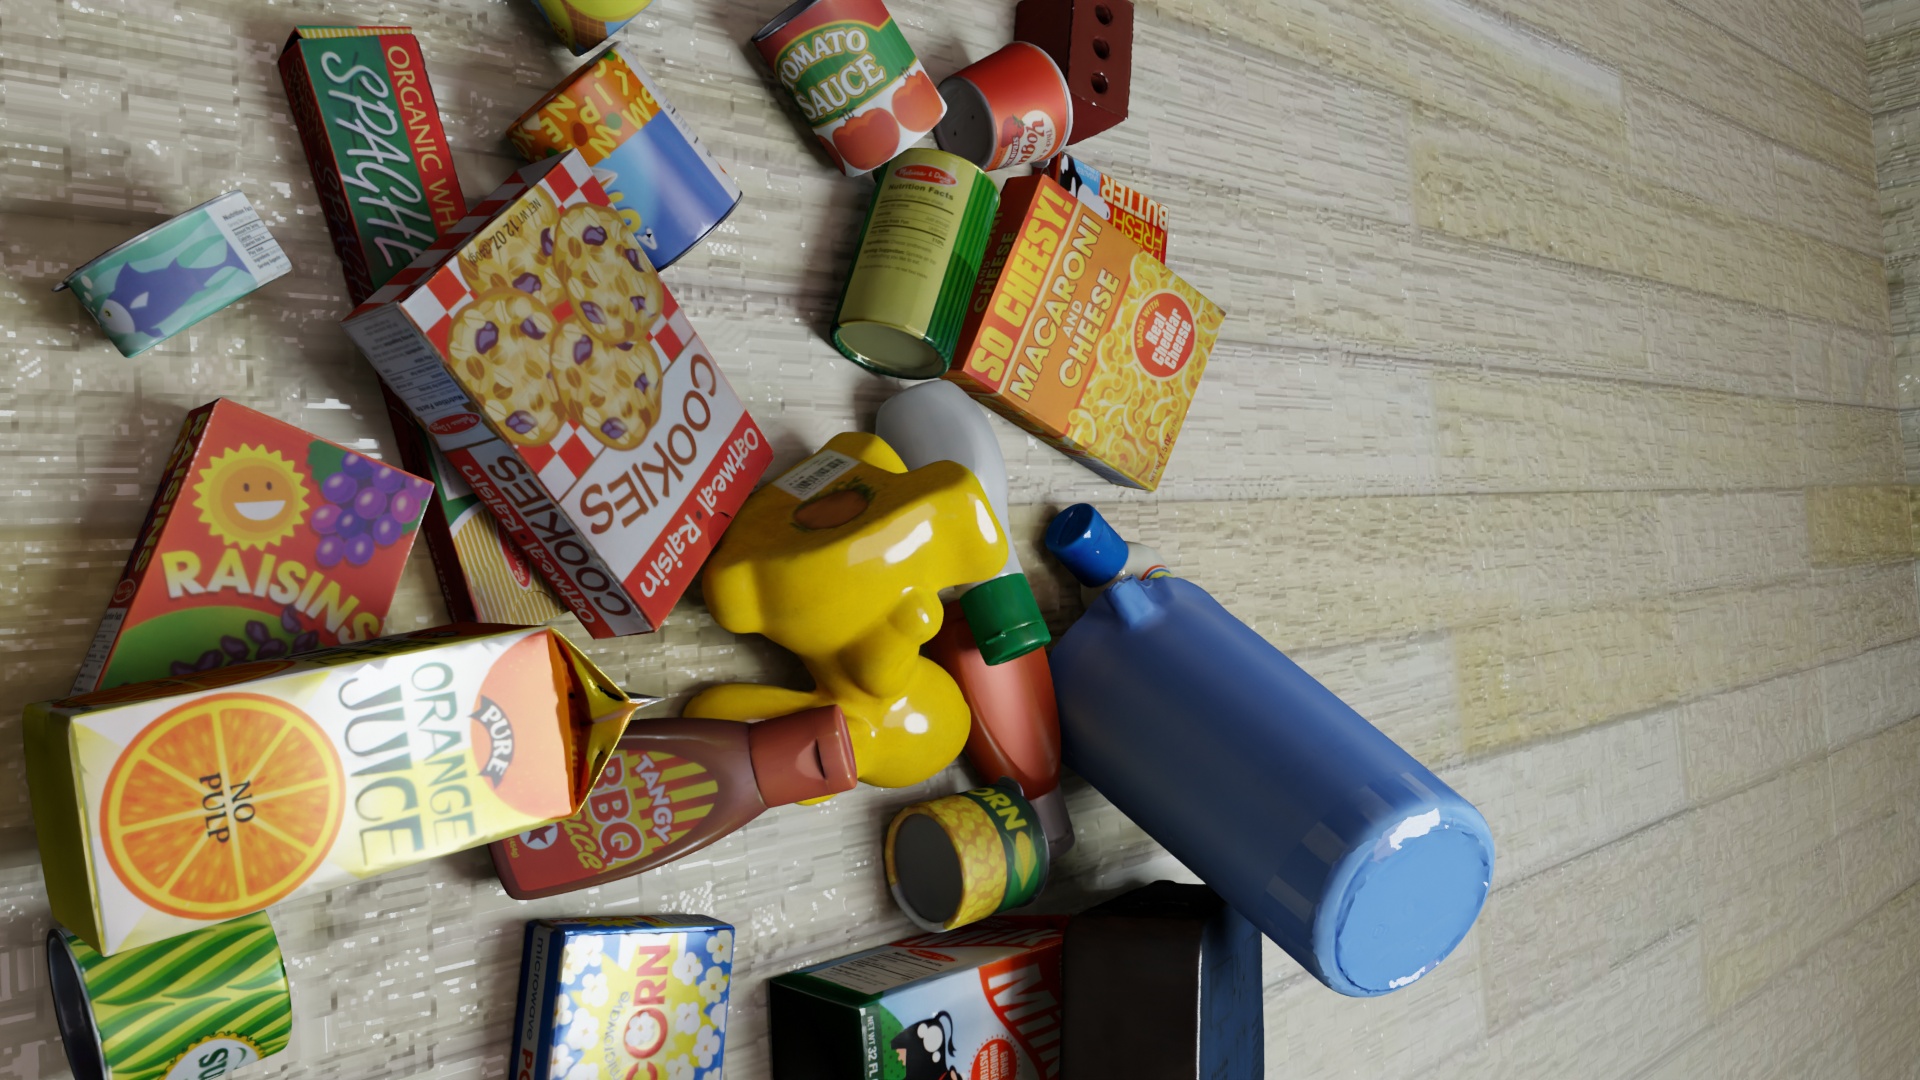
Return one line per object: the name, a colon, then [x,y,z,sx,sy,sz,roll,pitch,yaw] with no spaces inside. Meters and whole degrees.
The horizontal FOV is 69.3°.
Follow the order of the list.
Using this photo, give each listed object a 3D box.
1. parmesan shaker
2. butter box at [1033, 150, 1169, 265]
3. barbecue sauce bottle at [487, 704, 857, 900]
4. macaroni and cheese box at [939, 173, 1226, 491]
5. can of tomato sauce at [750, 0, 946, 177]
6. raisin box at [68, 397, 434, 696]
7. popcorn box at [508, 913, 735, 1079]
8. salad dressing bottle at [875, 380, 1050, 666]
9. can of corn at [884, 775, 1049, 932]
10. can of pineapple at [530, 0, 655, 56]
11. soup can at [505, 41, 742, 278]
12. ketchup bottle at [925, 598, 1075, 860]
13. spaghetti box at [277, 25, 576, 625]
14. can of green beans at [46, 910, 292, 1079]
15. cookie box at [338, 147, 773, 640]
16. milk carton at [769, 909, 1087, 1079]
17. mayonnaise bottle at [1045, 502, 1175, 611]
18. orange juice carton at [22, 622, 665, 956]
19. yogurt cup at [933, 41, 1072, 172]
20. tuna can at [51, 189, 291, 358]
parmesan shaker: [-0.026,-0.144,0.728,0.071,0.071,0.103,29,68,-37]
butter box: [0.087,-0.196,0.861,0.103,0.024,0.053,15,77,-40]
barbecue sauce bottle: [-0.119,0.102,0.576,0.149,0.044,0.065,-13,93,-1]
macaroni and cheese box: [0.071,-0.117,0.813,0.166,0.040,0.124,28,81,-36]
can of tomato sauce: [-0.056,-0.237,0.706,0.083,0.071,0.071,54,54,-25]
raisin box: [-0.260,0.020,0.516,0.086,0.040,0.123,26,70,-37]
popcorn box: [-0.147,0.228,0.598,0.085,0.038,0.127,12,77,-42]
salad dressing bottle: [0.003,-0.009,0.719,0.044,0.064,0.148,2,64,-59]
can of corn: [0.003,0.161,0.720,0.058,0.071,0.071,-5,89,-42]
can of pineapple: [-0.165,-0.256,0.613,0.057,0.071,0.071,52,55,-26]
soup can: [-0.150,-0.165,0.616,0.083,0.071,0.072,51,56,-26]
ketchup bottle: [0.027,0.103,0.763,0.065,0.043,0.148,-23,101,-38]
spaghetti box: [-0.216,-0.084,0.573,0.050,0.028,0.249,-22,100,-42]
can of green beans: [-0.270,0.155,0.475,0.058,0.071,0.071,-13,95,-42]
cookie box: [-0.157,-0.059,0.583,0.167,0.040,0.123,60,37,-30]
milk carton: [0.002,0.242,0.707,0.191,0.073,0.072,-3,89,-43]
mayonnaise bottle: [0.108,0.036,0.844,0.147,0.041,0.065,44,61,-30]
orange juice carton: [-0.205,0.073,0.486,0.193,0.071,0.073,-11,95,-43]
yogurt cup: [0.021,-0.240,0.780,0.054,0.072,0.072,-30,106,-31]
tuna can: [-0.279,-0.093,0.494,0.071,0.071,0.032,-45,116,-35]
